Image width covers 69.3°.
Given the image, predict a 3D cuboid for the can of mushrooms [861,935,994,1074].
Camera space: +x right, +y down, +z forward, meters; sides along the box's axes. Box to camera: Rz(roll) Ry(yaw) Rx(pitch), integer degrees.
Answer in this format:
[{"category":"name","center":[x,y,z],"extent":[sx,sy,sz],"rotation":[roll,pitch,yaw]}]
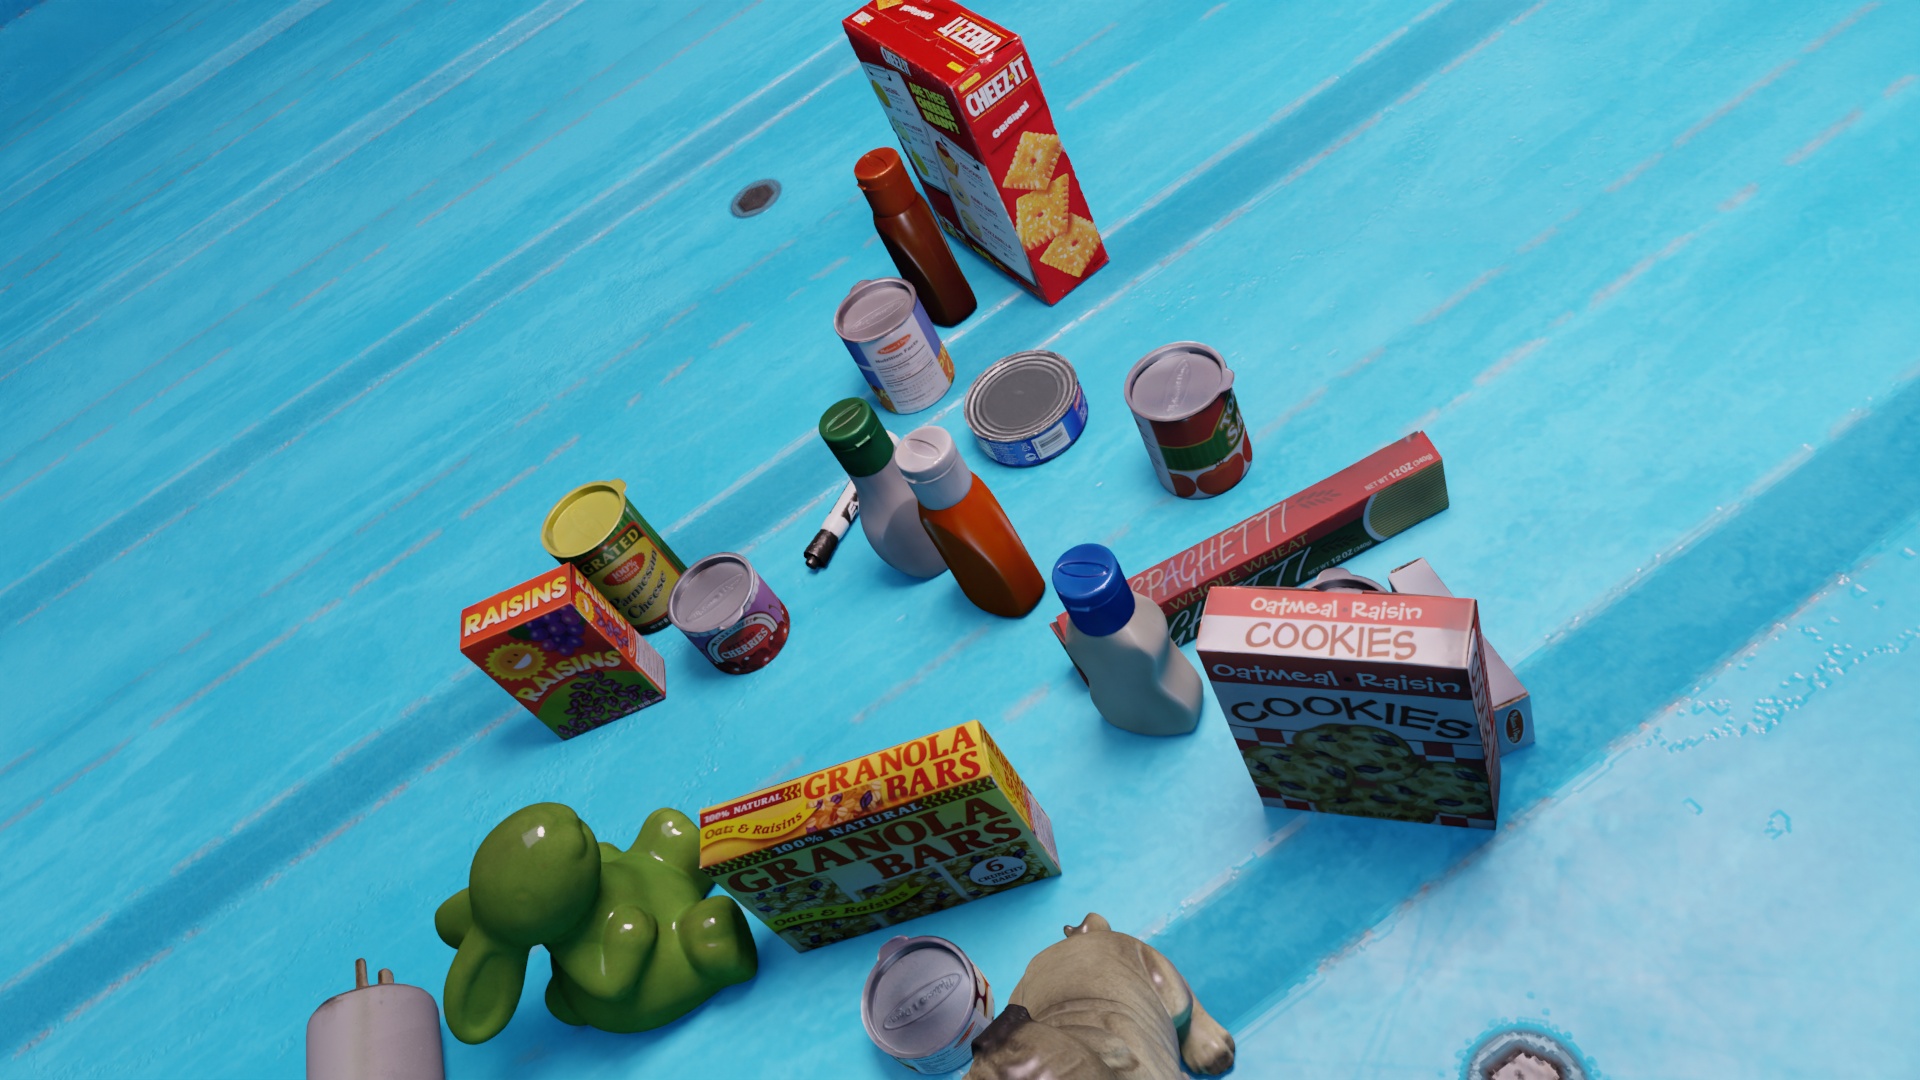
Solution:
[{"category":"can of mushrooms","center":[-0.018,0.249,0.751],"extent":[0.071,0.033,0.071],"rotation":[-13,49,16]}]

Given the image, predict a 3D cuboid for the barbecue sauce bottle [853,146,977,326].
[{"category":"barbecue sauce bottle","center":[-0.037,-0.234,1.071],"extent":[0.044,0.148,0.065],"rotation":[-39,47,-8]}]

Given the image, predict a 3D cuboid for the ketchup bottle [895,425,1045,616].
[{"category":"ketchup bottle","center":[0.003,-0.011,0.872],"extent":[0.065,0.148,0.044],"rotation":[24,67,38]}]

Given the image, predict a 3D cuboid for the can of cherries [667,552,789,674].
[{"category":"can of cherries","center":[-0.158,0.053,0.959],"extent":[0.071,0.058,0.072],"rotation":[-13,49,16]}]

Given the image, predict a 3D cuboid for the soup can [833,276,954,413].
[{"category":"soup can","center":[-0.050,-0.148,1.053],"extent":[0.071,0.083,0.072],"rotation":[-13,49,16]}]

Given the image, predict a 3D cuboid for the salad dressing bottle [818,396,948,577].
[{"category":"salad dressing bottle","center":[-0.046,-0.034,0.915],"extent":[0.064,0.147,0.044],"rotation":[-37,47,-6]}]

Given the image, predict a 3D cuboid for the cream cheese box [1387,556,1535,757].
[{"category":"cream cheese box","center":[0.270,0.063,0.751],"extent":[0.024,0.053,0.104],"rotation":[-27,47,3]}]

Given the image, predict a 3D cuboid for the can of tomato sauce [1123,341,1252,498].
[{"category":"can of tomato sauce","center":[0.151,-0.077,0.900],"extent":[0.071,0.082,0.071],"rotation":[-13,49,16]}]

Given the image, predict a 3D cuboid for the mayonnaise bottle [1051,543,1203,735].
[{"category":"mayonnaise bottle","center":[0.090,0.058,0.776],"extent":[0.065,0.147,0.041],"rotation":[2,55,27]}]

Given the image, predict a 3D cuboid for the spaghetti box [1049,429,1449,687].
[{"category":"spaghetti box","center":[0.175,0.014,0.838],"extent":[0.250,0.050,0.029],"rotation":[-28,47,3]}]

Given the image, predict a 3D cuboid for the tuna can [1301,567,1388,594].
[{"category":"tuna can","center":[0.220,0.053,0.797],"extent":[0.071,0.032,0.071],"rotation":[-13,49,16]}]

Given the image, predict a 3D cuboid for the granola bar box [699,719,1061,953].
[{"category":"granola bar box","center":[-0.042,0.166,0.768],"extent":[0.165,0.123,0.039],"rotation":[-20,48,10]}]

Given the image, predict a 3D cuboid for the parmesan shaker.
[{"category":"parmesan shaker","center":[-0.243,0.012,1.002],"extent":[0.071,0.102,0.072],"rotation":[-13,49,16]}]

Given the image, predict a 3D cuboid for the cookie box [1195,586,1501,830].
[{"category":"cookie box","center":[0.197,0.085,0.690],"extent":[0.123,0.166,0.040],"rotation":[1,55,27]}]

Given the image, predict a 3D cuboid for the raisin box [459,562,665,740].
[{"category":"raisin box","center":[-0.269,0.077,0.948],"extent":[0.086,0.123,0.040],"rotation":[-22,48,8]}]
